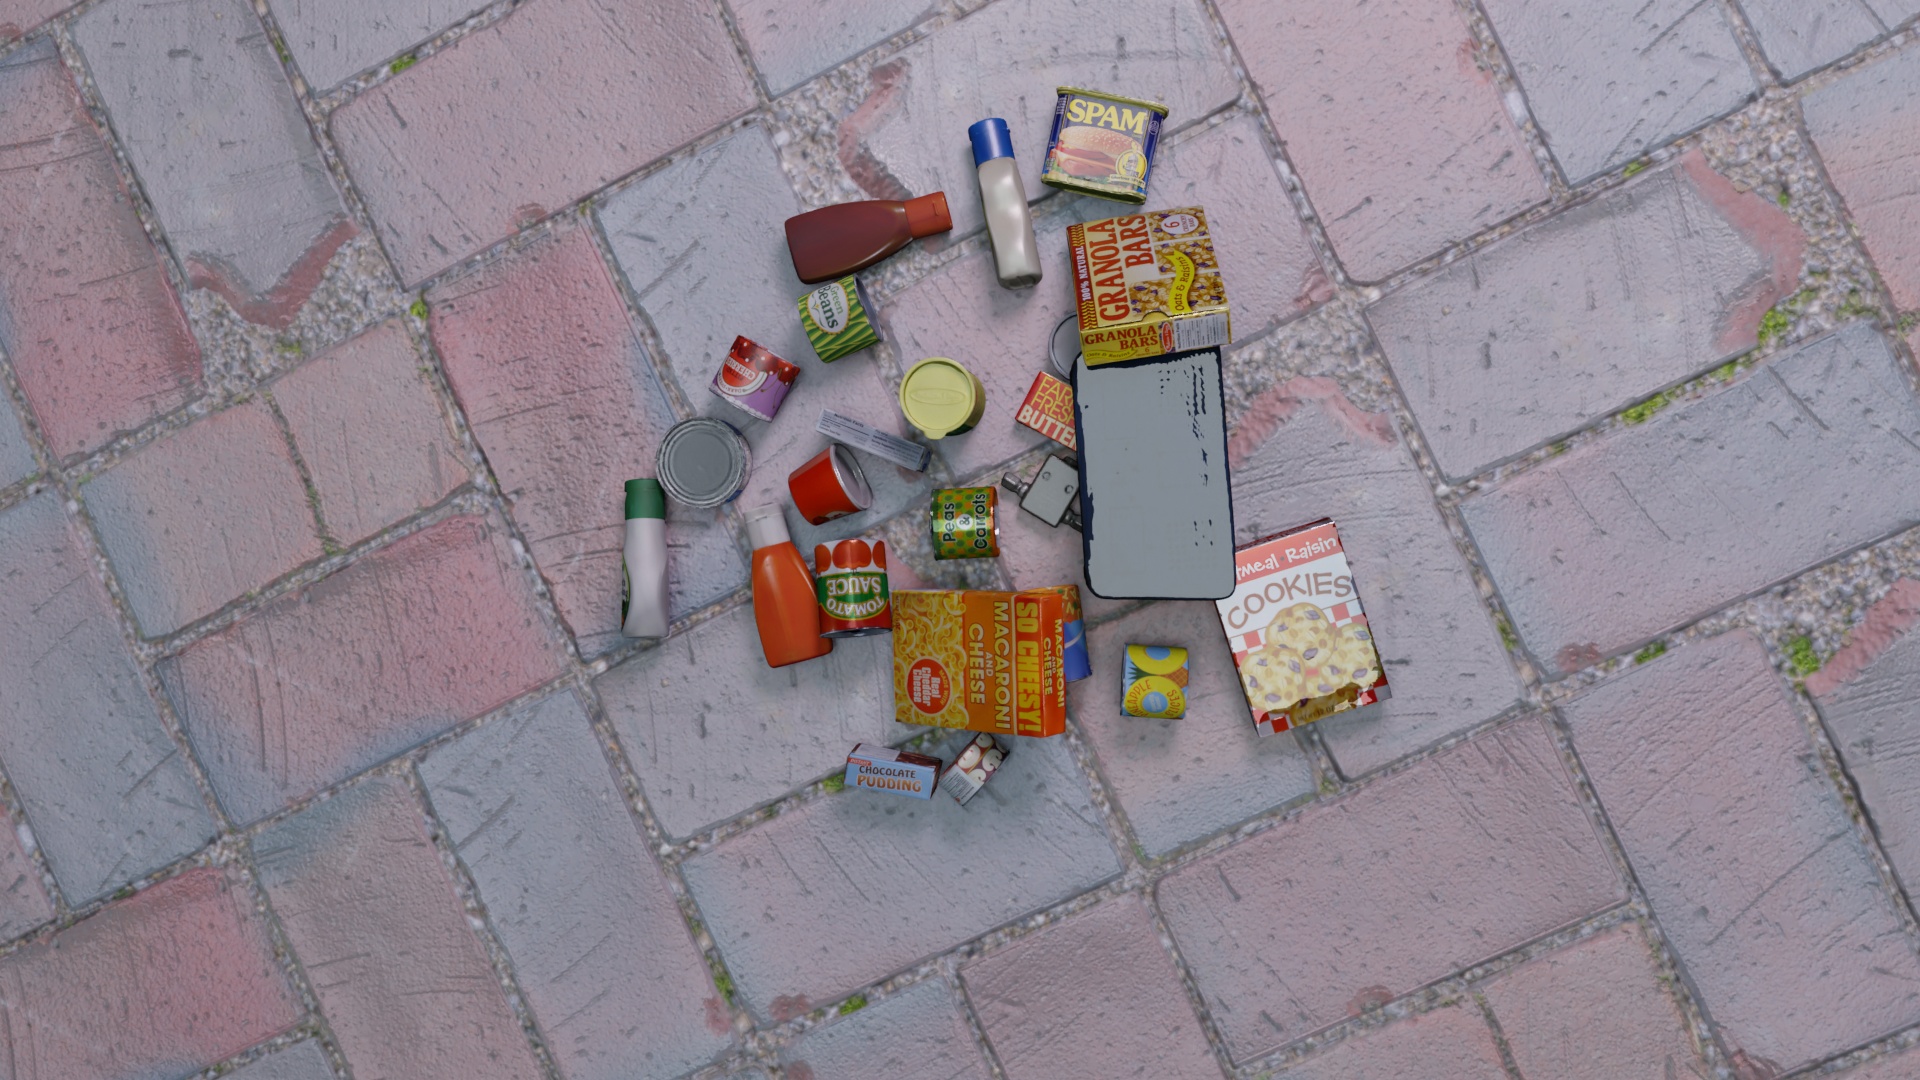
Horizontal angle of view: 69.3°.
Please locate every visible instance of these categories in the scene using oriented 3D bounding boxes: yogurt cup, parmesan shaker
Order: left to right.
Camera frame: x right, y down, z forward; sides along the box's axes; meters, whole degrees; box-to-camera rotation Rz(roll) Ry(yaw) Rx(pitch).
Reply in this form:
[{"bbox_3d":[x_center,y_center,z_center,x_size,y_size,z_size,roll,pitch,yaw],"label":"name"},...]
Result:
[{"bbox_3d":[-0.122,-0.049,1.275,0.054,0.072,0.072,-25,90,14],"label":"yogurt cup"},{"bbox_3d":[-0.015,-0.124,1.241,0.071,0.103,0.071,0,92,6],"label":"parmesan shaker"}]

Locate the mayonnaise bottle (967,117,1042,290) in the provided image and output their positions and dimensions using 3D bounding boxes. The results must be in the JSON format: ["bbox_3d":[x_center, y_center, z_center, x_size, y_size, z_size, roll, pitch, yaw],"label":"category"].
[{"bbox_3d":[0.039,-0.303,1.251,0.041,0.065,0.148,-13,87,10],"label":"mayonnaise bottle"}]

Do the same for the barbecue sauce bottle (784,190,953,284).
[{"bbox_3d":[-0.082,-0.283,1.272,0.148,0.044,0.065,-14,91,5],"label":"barbecue sauce bottle"}]

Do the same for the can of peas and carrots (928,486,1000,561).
[{"bbox_3d":[0.004,-0.016,1.259,0.059,0.071,0.071,-3,92,5],"label":"can of peas and carrots"}]

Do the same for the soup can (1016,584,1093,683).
[{"bbox_3d":[0.083,0.085,1.259,0.071,0.071,0.083,-8,91,6],"label":"soup can"}]

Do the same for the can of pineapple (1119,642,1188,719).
[{"bbox_3d":[0.174,0.128,1.249,0.058,0.071,0.071,3,93,6],"label":"can of pineapple"}]

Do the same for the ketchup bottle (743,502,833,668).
[{"bbox_3d":[-0.166,0.040,1.292,0.065,0.043,0.148,-15,91,0],"label":"ketchup bottle"}]

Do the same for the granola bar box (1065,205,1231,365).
[{"bbox_3d":[0.159,-0.223,1.197,0.124,0.166,0.038,-8,133,6],"label":"granola bar box"}]

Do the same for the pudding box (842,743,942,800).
[{"bbox_3d":[-0.062,0.213,1.285,0.084,0.050,0.030,10,95,5],"label":"pudding box"}]

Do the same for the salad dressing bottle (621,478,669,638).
[{"bbox_3d":[-0.295,0.017,1.298,0.044,0.064,0.147,0,84,-13],"label":"salad dressing bottle"}]

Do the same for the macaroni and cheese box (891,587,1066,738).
[{"bbox_3d":[0.015,0.106,1.240,0.166,0.040,0.123,0,93,37],"label":"macaroni and cheese box"}]

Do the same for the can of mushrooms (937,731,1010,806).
[{"bbox_3d":[0.013,0.206,1.271,0.033,0.071,0.071,41,96,3],"label":"can of mushrooms"}]

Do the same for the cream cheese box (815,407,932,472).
[{"bbox_3d":[-0.079,-0.091,1.273,0.104,0.053,0.024,22,93,4],"label":"cream cheese box"}]

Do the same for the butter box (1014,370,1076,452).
[{"bbox_3d":[0.106,-0.109,1.269,0.103,0.024,0.053,28,94,4],"label":"butter box"}]

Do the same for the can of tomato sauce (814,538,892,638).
[{"bbox_3d":[-0.098,0.044,1.265,0.071,0.071,0.083,-6,80,6],"label":"can of tomato sauce"}]

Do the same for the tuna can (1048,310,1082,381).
[{"bbox_3d":[0.115,-0.174,1.261,0.071,0.033,0.071,0,92,6],"label":"tuna can"}]

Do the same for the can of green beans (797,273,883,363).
[{"bbox_3d":[-0.109,-0.201,1.266,0.058,0.071,0.071,-21,90,7],"label":"can of green beans"}]

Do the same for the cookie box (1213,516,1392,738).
[{"bbox_3d":[0.300,0.077,1.249,0.123,0.040,0.167,-18,91,7],"label":"cookie box"}]

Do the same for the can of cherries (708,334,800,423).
[{"bbox_3d":[-0.190,-0.149,1.273,0.071,0.071,0.058,30,95,4],"label":"can of cherries"}]
